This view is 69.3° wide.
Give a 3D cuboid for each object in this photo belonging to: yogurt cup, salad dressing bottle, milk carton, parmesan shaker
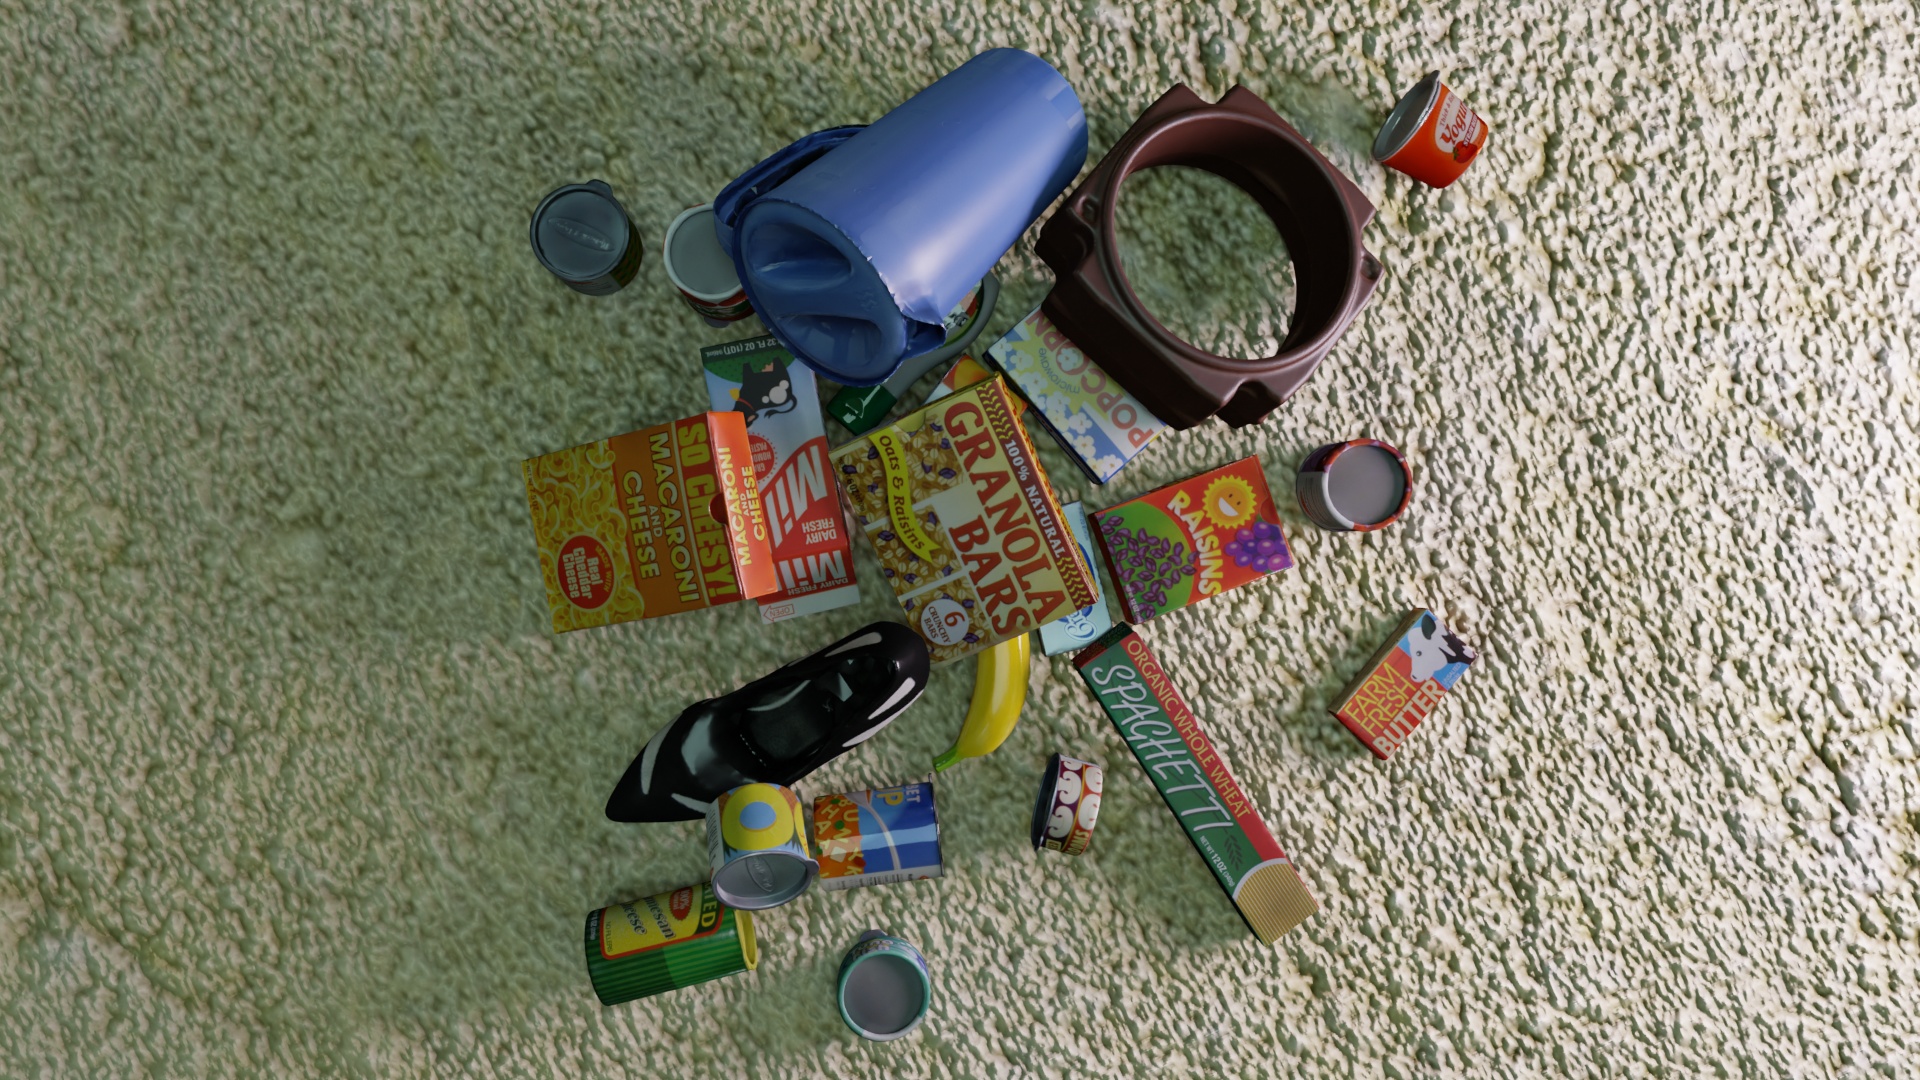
[{"bbox_3d":[0.337,-0.288,0.991,0.054,0.072,0.072,30,88,-11],"label":"yogurt cup"},{"bbox_3d":[-0.035,-0.137,0.976,0.064,0.044,0.147,39,88,1],"label":"salad dressing bottle"},{"bbox_3d":[-0.122,-0.043,0.955,0.072,0.073,0.190,-12,90,-3],"label":"milk carton"},{"bbox_3d":[-0.197,0.274,0.947,0.103,0.071,0.071,-14,90,-3],"label":"parmesan shaker"}]

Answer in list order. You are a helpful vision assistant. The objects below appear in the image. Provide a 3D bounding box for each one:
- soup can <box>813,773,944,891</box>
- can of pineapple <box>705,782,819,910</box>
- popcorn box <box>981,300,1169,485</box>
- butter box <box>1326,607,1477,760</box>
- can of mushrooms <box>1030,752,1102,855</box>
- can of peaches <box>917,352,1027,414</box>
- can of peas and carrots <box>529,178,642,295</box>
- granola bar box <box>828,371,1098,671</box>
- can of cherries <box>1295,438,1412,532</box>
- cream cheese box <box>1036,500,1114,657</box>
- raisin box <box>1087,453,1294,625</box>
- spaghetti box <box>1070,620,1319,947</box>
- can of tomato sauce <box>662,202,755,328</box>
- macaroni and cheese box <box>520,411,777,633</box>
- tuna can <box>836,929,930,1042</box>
[{"bbox_3d":[-0.057,0.202,0.960,0.084,0.071,0.071,-7,90,-3],"label":"soup can"},{"bbox_3d":[-0.133,0.204,0.927,0.071,0.058,0.070,-9,134,-9],"label":"can of pineapple"},{"bbox_3d":[0.089,-0.113,0.986,0.085,0.038,0.126,-41,92,-3],"label":"popcorn box"},{"bbox_3d":[0.318,0.103,1.003,0.053,0.024,0.103,42,87,-1],"label":"butter box"},{"bbox_3d":[0.073,0.186,0.966,0.033,0.071,0.071,16,89,-5],"label":"can of mushrooms"},{"bbox_3d":[0.006,-0.089,0.968,0.058,0.071,0.071,39,88,-2],"label":"can of peaches"},{"bbox_3d":[-0.256,-0.208,0.957,0.071,0.058,0.071,0,89,-4],"label":"can of peas and carrots"},{"bbox_3d":[0.003,-0.012,0.927,0.124,0.039,0.165,-24,98,10],"label":"granola bar box"},{"bbox_3d":[0.281,-0.040,0.986,0.071,0.058,0.071,0,90,-3],"label":"can of cherries"},{"bbox_3d":[0.072,0.028,0.990,0.053,0.024,0.103,-14,90,-2],"label":"cream cheese box"},{"bbox_3d":[0.164,-0.001,0.988,0.123,0.040,0.086,-20,90,-4],"label":"raisin box"},{"bbox_3d":[0.165,0.172,0.979,0.050,0.029,0.249,-34,98,-4],"label":"spaghetti box"},{"bbox_3d":[-0.166,-0.187,0.950,0.071,0.083,0.071,0,89,-3],"label":"can of tomato sauce"},{"bbox_3d":[-0.210,-0.010,0.927,0.166,0.040,0.123,-11,91,29],"label":"macaroni and cheese box"},{"bbox_3d":[-0.055,0.312,0.974,0.071,0.033,0.071,0,90,-3],"label":"tuna can"}]
